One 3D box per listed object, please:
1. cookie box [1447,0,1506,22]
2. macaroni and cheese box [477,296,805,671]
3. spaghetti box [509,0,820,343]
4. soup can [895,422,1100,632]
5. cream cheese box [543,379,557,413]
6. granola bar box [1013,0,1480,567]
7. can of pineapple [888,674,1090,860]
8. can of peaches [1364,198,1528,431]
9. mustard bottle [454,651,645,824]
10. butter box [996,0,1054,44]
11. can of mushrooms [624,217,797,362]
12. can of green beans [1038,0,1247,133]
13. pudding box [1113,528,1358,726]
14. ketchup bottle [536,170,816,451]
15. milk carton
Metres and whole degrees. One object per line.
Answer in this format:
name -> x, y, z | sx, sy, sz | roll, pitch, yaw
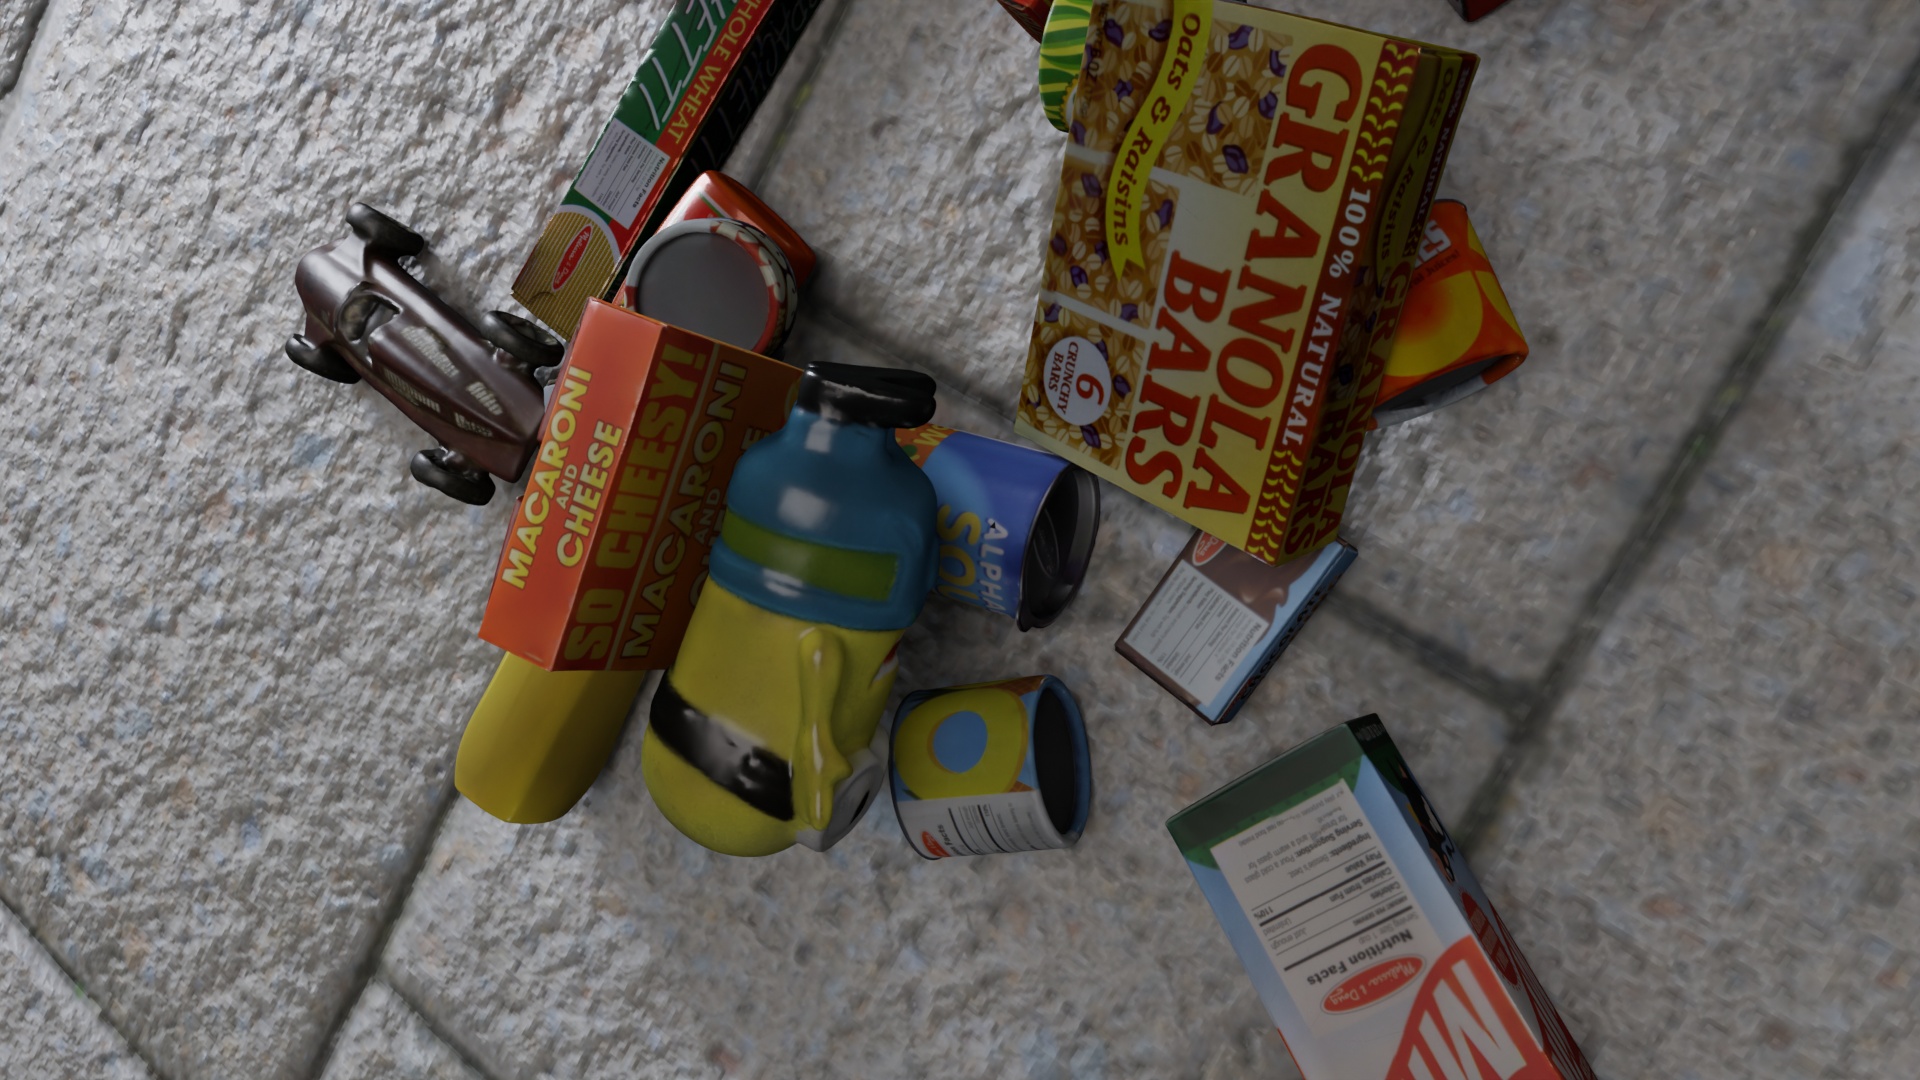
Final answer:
cookie box -> 0.192, -0.244, 0.425 | 0.122, 0.167, 0.040 | -33, 71, 19
macaroni and cheese box -> -0.097, -0.013, 0.533 | 0.040, 0.166, 0.123 | 21, 94, 25
spaghetti box -> -0.123, -0.203, 0.636 | 0.050, 0.029, 0.249 | 38, 101, 22
soup can -> 0.002, -0.007, 0.542 | 0.084, 0.071, 0.071 | 16, 92, 25
cream cheese box -> -0.119, -0.049, 0.581 | 0.053, 0.104, 0.024 | -8, 80, 22
granola bar box -> 0.087, -0.093, 0.468 | 0.124, 0.039, 0.164 | 31, 122, 37
can of pineapple -> 0.013, 0.085, 0.533 | 0.058, 0.071, 0.071 | -10, 82, 22
can of peaches -> 0.153, -0.077, 0.481 | 0.071, 0.071, 0.058 | -23, 78, 21
mustard bottle -> -0.167, 0.046, 0.619 | 0.049, 0.065, 0.160 | 26, 91, 18
butter box -> 0.056, -0.247, 0.548 | 0.024, 0.053, 0.103 | 37, 101, 24
can of mushrooms -> -0.102, -0.098, 0.575 | 0.071, 0.033, 0.071 | 1, 102, 6
can of green beans -> 0.070, -0.183, 0.529 | 0.058, 0.071, 0.071 | 20, 94, 24
pudding box -> 0.103, 0.022, 0.517 | 0.050, 0.030, 0.083 | 38, 101, 23
ketchup bottle -> -0.132, -0.090, 0.623 | 0.065, 0.043, 0.148 | 45, 104, 13
milk carton -> 0.153, 0.159, 0.461 | 0.073, 0.072, 0.191 | -34, 72, 18
